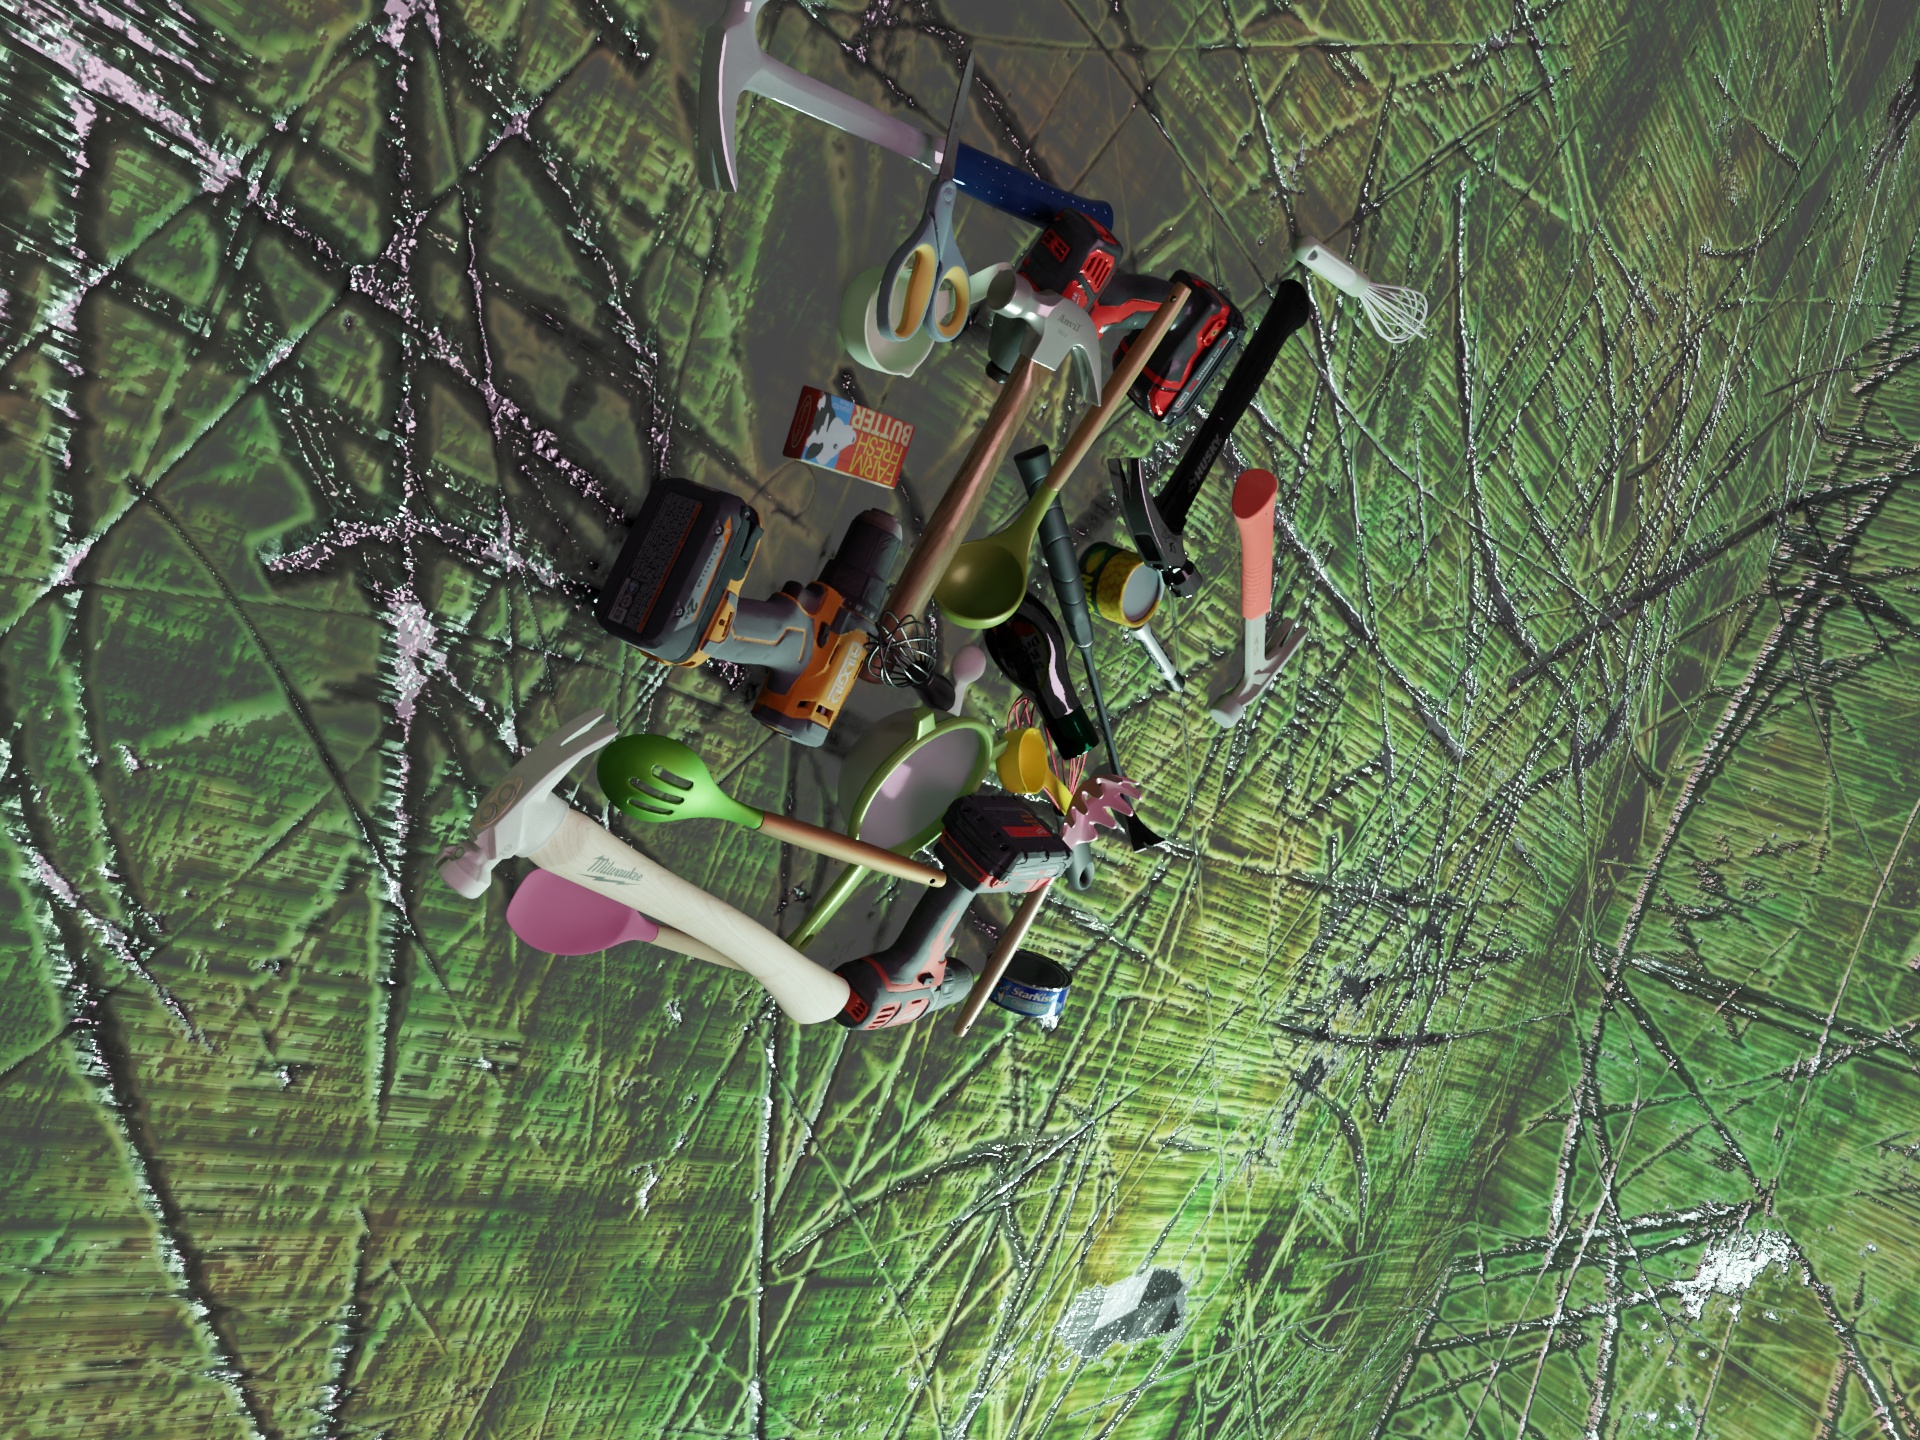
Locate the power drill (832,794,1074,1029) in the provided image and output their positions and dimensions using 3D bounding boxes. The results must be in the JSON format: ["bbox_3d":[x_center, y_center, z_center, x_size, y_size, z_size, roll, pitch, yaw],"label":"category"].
[{"bbox_3d":[-0.002,0.175,1.385,0.226,0.080,0.187,-54,153,17],"label":"power drill"}]

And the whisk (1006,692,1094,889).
[{"bbox_3d":[0.097,0.069,1.496,0.073,0.073,0.295,-44,143,-24],"label":"whisk"}]

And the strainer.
[{"bbox_3d":[-0.081,0.082,1.305,0.256,0.069,0.151,-51,152,10],"label":"strainer"}]

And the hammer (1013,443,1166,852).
[{"bbox_3d":[0.111,-0.059,1.409,0.036,0.149,0.408,-20,122,-3],"label":"hammer"}]

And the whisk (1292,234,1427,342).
[{"bbox_3d":[0.402,-0.433,1.592,0.246,0.059,0.057,12,127,-47],"label":"whisk"}]

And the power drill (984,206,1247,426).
[{"bbox_3d":[0.119,-0.316,1.286,0.219,0.079,0.143,6,129,-47],"label":"power drill"}]

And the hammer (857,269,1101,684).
[{"bbox_3d":[0.005,-0.173,1.226,0.130,0.031,0.331,14,112,-43],"label":"hammer"}]

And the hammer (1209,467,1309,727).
[{"bbox_3d":[0.296,-0.132,1.560,0.149,0.037,0.358,-49,155,-17],"label":"hammer"}]

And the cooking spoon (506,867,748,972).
[{"bbox_3d":[-0.219,0.167,1.214,0.318,0.017,0.069,30,90,-51],"label":"cooking spoon"}]

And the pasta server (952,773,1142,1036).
[{"bbox_3d":[0.069,0.171,1.441,0.060,0.040,0.316,4,122,-43],"label":"pasta server"}]

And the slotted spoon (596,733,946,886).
[{"bbox_3d":[-0.130,0.080,1.194,0.313,0.031,0.070,23,114,-37],"label":"slotted spoon"}]

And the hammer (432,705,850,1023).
[{"bbox_3d":[-0.191,0.133,1.166,0.146,0.038,0.410,-46,141,0],"label":"hammer"}]

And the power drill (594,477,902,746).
[{"bbox_3d":[-0.133,-0.095,1.132,0.226,0.084,0.185,31,83,-55],"label":"power drill"}]

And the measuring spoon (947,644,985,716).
[{"bbox_3d":[-0.002,-0.004,1.372,0.034,0.018,0.124,3,107,-50],"label":"measuring spoon"}]

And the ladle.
[{"bbox_3d":[0.082,-0.209,1.262,0.320,0.078,0.062,-56,162,14],"label":"ladle"}]

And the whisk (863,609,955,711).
[{"bbox_3d":[-0.033,-0.039,1.244,0.055,0.055,0.239,-62,167,-5],"label":"whisk"}]

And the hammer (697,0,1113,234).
[{"bbox_3d":[-0.024,-0.399,1.130,0.405,0.035,0.144,3,106,-49],"label":"hammer"}]

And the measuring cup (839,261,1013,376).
[{"bbox_3d":[-0.025,-0.311,1.176,0.167,0.038,0.083,-36,132,-38],"label":"measuring cup"}]

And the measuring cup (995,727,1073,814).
[{"bbox_3d":[0.070,0.058,1.404,0.156,0.029,0.062,50,45,-52],"label":"measuring cup"}]

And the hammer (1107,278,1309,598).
[{"bbox_3d":[0.239,-0.282,1.450,0.146,0.035,0.335,51,59,-37],"label":"hammer"}]
